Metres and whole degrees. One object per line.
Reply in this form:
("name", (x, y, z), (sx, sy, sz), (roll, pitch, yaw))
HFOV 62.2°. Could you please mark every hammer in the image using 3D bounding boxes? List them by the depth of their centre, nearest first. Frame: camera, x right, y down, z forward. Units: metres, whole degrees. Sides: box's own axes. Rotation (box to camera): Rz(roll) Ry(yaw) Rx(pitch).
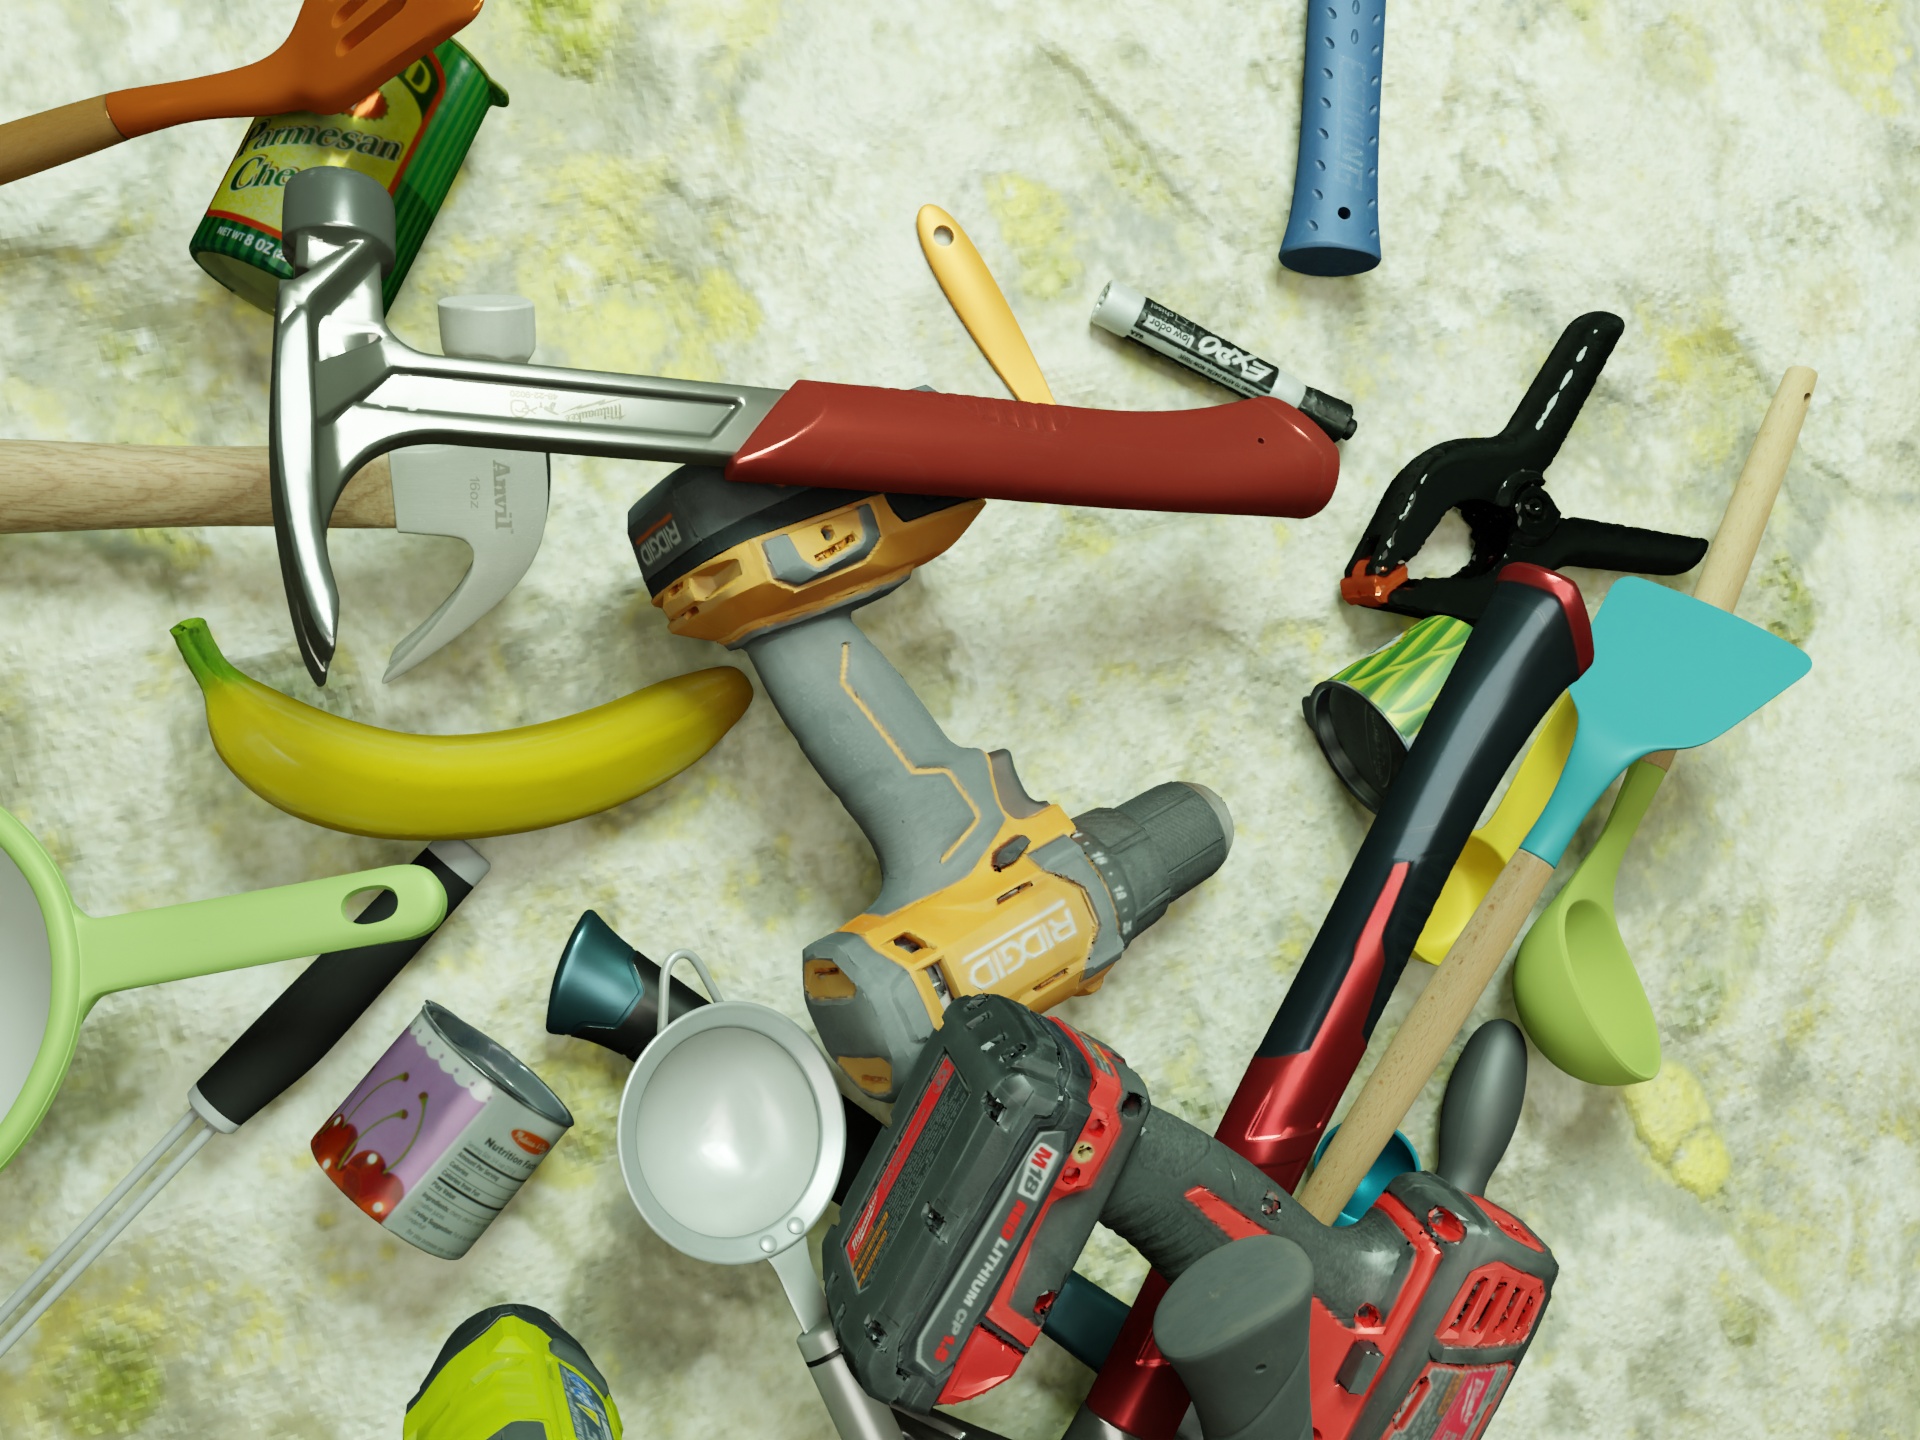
("hammer", (-0.027, -0.083, 0.513), (0.359, 0.036, 0.149), (0, 71, -26))
("hammer", (0.108, 0.326, 0.515), (0.149, 0.036, 0.408), (-11, 117, -5))
("hammer", (-0.305, -0.075, 0.528), (0.331, 0.031, 0.130), (-1, 113, -8))
("hammer", (0.114, 0.112, 0.576), (0.143, 0.038, 0.386), (27, 88, -8))
("hammer", (-0.016, 0.183, 0.596), (0.331, 0.033, 0.128), (37, 80, -9))
("hammer", (0.176, -0.391, 0.680), (0.144, 0.035, 0.405), (6, 85, -13))

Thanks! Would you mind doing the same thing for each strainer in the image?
("strainer", (-0.292, 0.084, 0.510), (0.256, 0.069, 0.151), (-10, 75, -10))
("strainer", (-0.050, 0.200, 0.532), (0.087, 0.050, 0.258), (-20, 80, -40))

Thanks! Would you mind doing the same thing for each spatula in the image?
("spatula", (-0.298, -0.193, 0.509), (0.322, 0.041, 0.081), (-17, 66, 2))
("spatula", (0.215, 0.080, 0.626), (0.082, 0.044, 0.317), (32, 87, 30))

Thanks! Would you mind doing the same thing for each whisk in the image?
("whisk", (0.177, 0.253, 0.629), (0.070, 0.070, 0.285), (23, 76, -11))

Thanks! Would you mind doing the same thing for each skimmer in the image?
("skimmer", (-0.297, 0.164, 0.500), (0.127, 0.090, 0.363), (35, 74, 24))

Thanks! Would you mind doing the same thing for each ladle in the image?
("ladle", (0.308, -0.003, 0.663), (0.078, 0.062, 0.320), (28, 83, -38))

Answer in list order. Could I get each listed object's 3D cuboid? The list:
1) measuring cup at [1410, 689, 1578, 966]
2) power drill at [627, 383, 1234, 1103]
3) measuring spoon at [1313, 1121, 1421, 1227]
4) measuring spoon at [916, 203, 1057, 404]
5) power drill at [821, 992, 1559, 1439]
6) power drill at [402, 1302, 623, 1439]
("measuring cup", (0.229, 0.036, 0.670), (0.062, 0.029, 0.156), (41, 76, -8))
("power drill", (-0.001, -0.002, 0.582), (0.185, 0.084, 0.226), (-25, 93, -32))
("measuring spoon", (0.148, 0.221, 0.644), (0.042, 0.021, 0.128), (24, 90, 17))
("measuring spoon", (0.016, -0.157, 0.638), (0.021, 0.011, 0.117), (-32, 94, -14))
("power drill", (0.074, 0.189, 0.510), (0.219, 0.078, 0.143), (27, 92, -15))
("power drill", (-0.084, 0.285, 0.514), (0.080, 0.171, 0.223), (-45, 105, -12))
